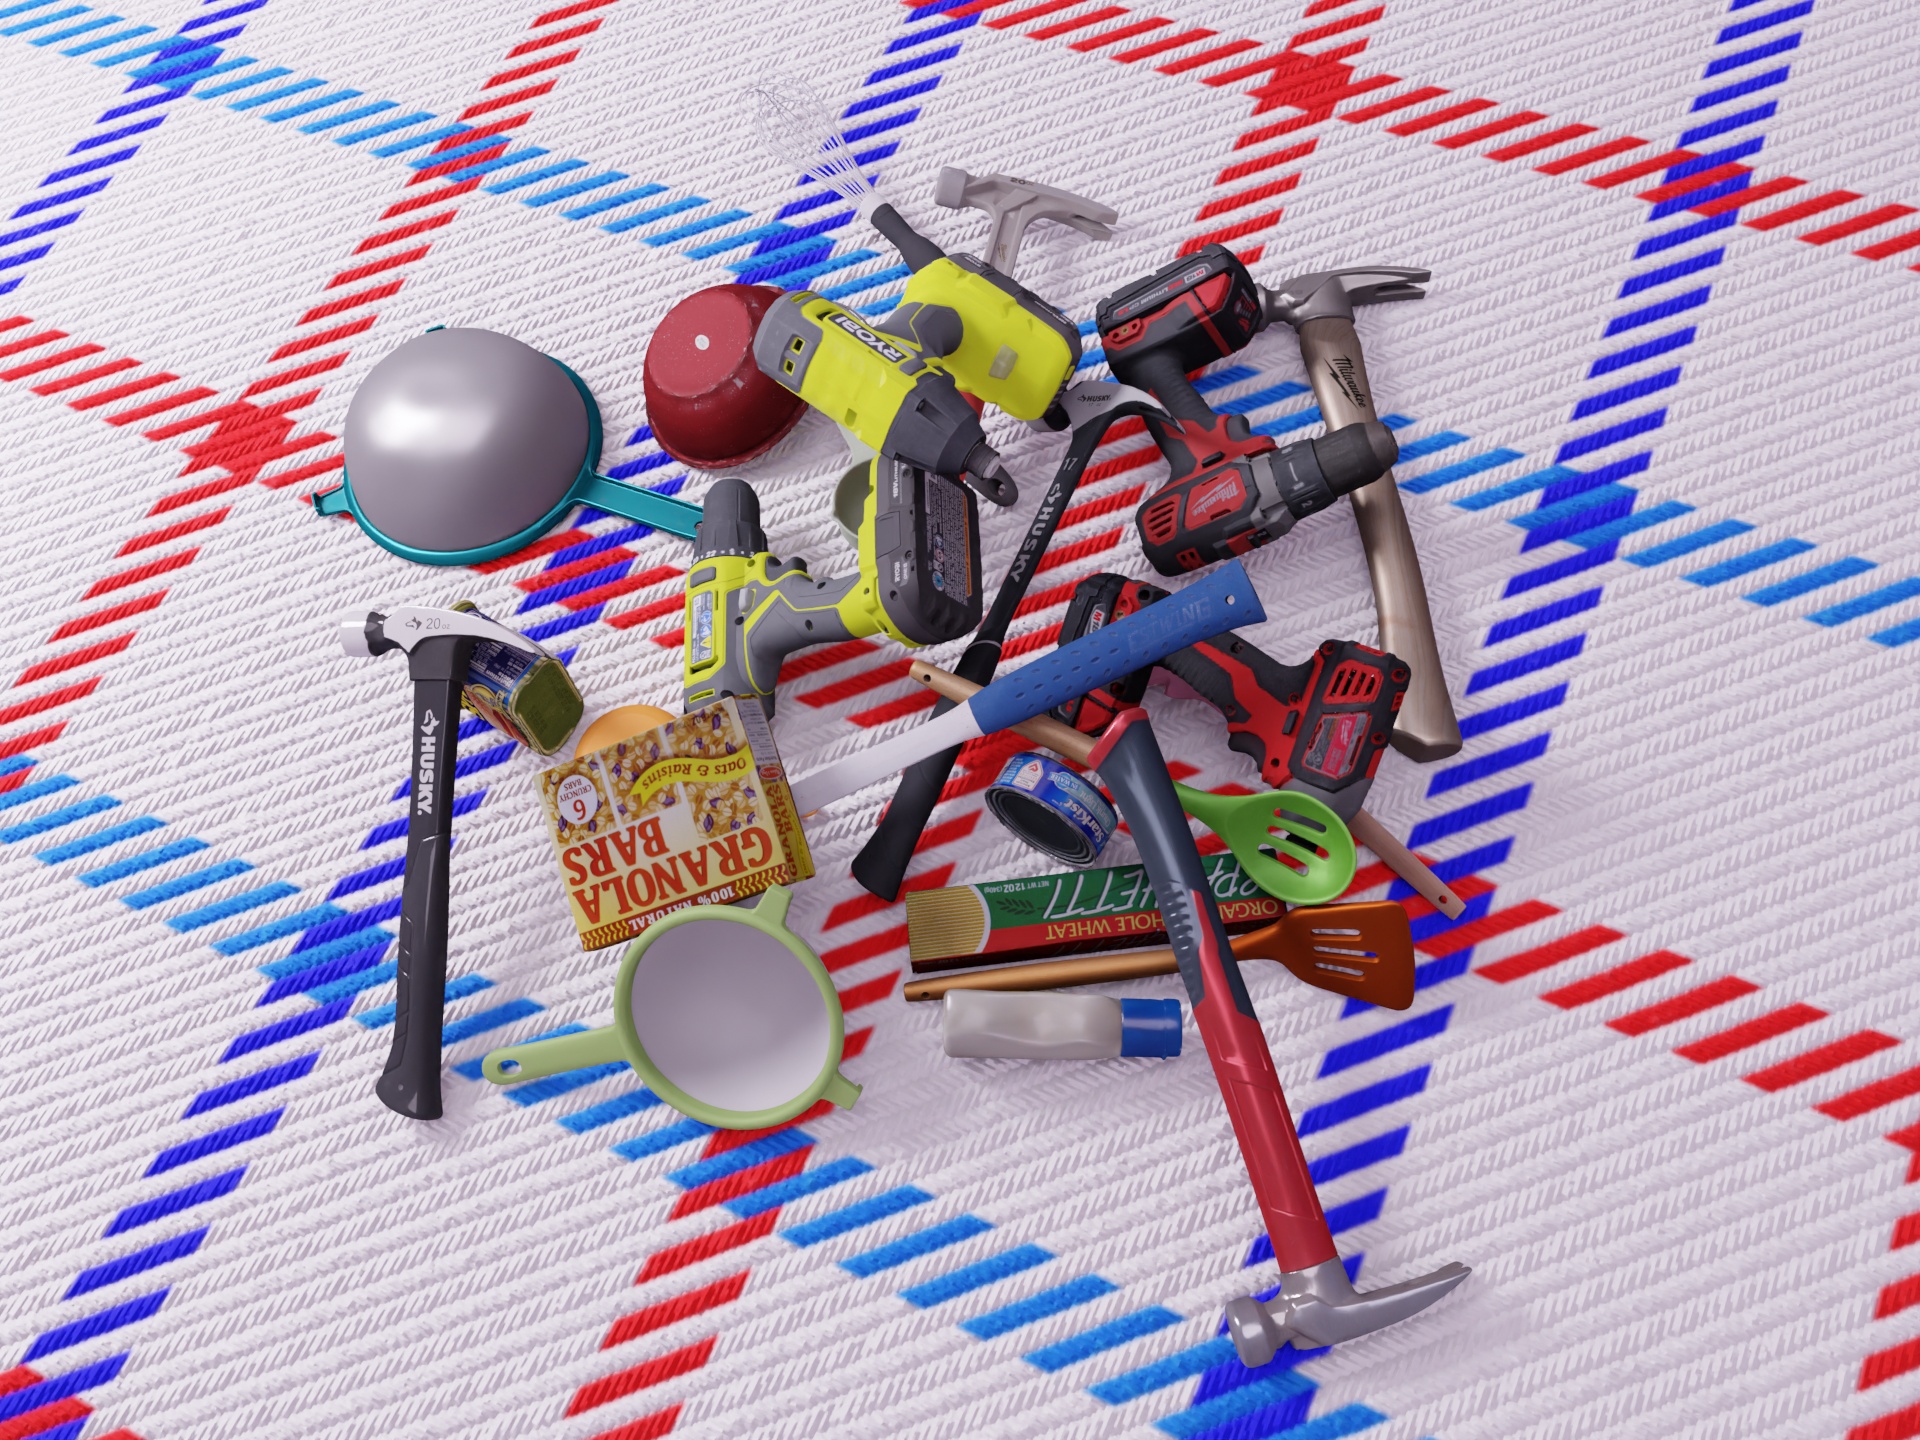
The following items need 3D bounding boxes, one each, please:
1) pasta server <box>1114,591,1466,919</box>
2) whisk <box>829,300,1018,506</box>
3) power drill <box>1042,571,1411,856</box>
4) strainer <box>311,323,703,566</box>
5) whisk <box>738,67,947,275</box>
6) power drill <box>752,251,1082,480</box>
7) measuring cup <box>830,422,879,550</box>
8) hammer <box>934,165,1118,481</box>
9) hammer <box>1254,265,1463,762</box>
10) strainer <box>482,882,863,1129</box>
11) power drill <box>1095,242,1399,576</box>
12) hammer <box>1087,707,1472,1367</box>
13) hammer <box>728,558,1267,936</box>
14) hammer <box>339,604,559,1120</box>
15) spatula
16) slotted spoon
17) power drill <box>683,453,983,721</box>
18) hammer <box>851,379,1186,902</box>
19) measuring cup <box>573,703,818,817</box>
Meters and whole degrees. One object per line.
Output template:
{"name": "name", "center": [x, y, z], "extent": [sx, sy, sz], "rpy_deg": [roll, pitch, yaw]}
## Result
{"name": "pasta server", "center": [0.215, 0.021, 1.078], "extent": [0.316, 0.040, 0.060], "rpy_deg": [45, 108, 21]}
{"name": "whisk", "center": [-0.041, -0.243, 1.231], "extent": [0.055, 0.055, 0.239], "rpy_deg": [-41, 71, -13]}
{"name": "power drill", "center": [0.169, -0.006, 1.046], "extent": [0.220, 0.078, 0.143], "rpy_deg": [21, 100, 19]}
{"name": "strainer", "center": [-0.335, -0.211, 1.217], "extent": [0.340, 0.095, 0.211], "rpy_deg": [19, 68, 16]}
{"name": "whisk", "center": [-0.091, -0.448, 1.332], "extent": [0.070, 0.070, 0.285], "rpy_deg": [-36, 70, -11]}
{"name": "power drill", "center": [-0.013, -0.236, 1.067], "extent": [0.171, 0.080, 0.223], "rpy_deg": [35, 35, 9]}
{"name": "measuring cup", "center": [-0.072, -0.195, 1.211], "extent": [0.083, 0.038, 0.168], "rpy_deg": [-21, 65, -5]}
{"name": "hammer", "center": [0.020, -0.278, 1.214], "extent": [0.149, 0.036, 0.359], "rpy_deg": [15, 61, -2]}
{"name": "hammer", "center": [0.311, -0.163, 1.158], "extent": [0.146, 0.038, 0.411], "rpy_deg": [-7, 64, 1]}
{"name": "strainer", "center": [-0.187, 0.191, 1.027], "extent": [0.256, 0.069, 0.151], "rpy_deg": [-15, 102, 17]}
{"name": "power drill", "center": [0.201, -0.230, 1.151], "extent": [0.188, 0.080, 0.227], "rpy_deg": [-22, 63, 23]}
{"name": "hammer", "center": [0.174, 0.172, 0.957], "extent": [0.143, 0.038, 0.386], "rpy_deg": [-17, 79, -3]}
{"name": "hammer", "center": [-0.002, -0.003, 1.021], "extent": [0.405, 0.035, 0.144], "rpy_deg": [-25, 83, 13]}
{"name": "hammer", "center": [-0.345, 0.091, 1.045], "extent": [0.146, 0.035, 0.335], "rpy_deg": [0, 84, 13]}
{"name": "spatula", "center": [0.122, 0.160, 1.015], "extent": [0.322, 0.081, 0.041], "rpy_deg": [-8, 24, 6]}
{"name": "slotted spoon", "center": [0.107, 0.030, 1.023], "extent": [0.314, 0.031, 0.070], "rpy_deg": [25, 109, 13]}
{"name": "power drill", "center": [-0.101, -0.107, 1.105], "extent": [0.228, 0.080, 0.191], "rpy_deg": [-17, 64, 32]}
{"name": "hammer", "center": [0.028, -0.063, 1.104], "extent": [0.149, 0.036, 0.409], "rpy_deg": [9, 70, 49]}
{"name": "measuring cup", "center": [-0.185, 0.039, 1.102], "extent": [0.173, 0.052, 0.095], "rpy_deg": [9, 65, 12]}
